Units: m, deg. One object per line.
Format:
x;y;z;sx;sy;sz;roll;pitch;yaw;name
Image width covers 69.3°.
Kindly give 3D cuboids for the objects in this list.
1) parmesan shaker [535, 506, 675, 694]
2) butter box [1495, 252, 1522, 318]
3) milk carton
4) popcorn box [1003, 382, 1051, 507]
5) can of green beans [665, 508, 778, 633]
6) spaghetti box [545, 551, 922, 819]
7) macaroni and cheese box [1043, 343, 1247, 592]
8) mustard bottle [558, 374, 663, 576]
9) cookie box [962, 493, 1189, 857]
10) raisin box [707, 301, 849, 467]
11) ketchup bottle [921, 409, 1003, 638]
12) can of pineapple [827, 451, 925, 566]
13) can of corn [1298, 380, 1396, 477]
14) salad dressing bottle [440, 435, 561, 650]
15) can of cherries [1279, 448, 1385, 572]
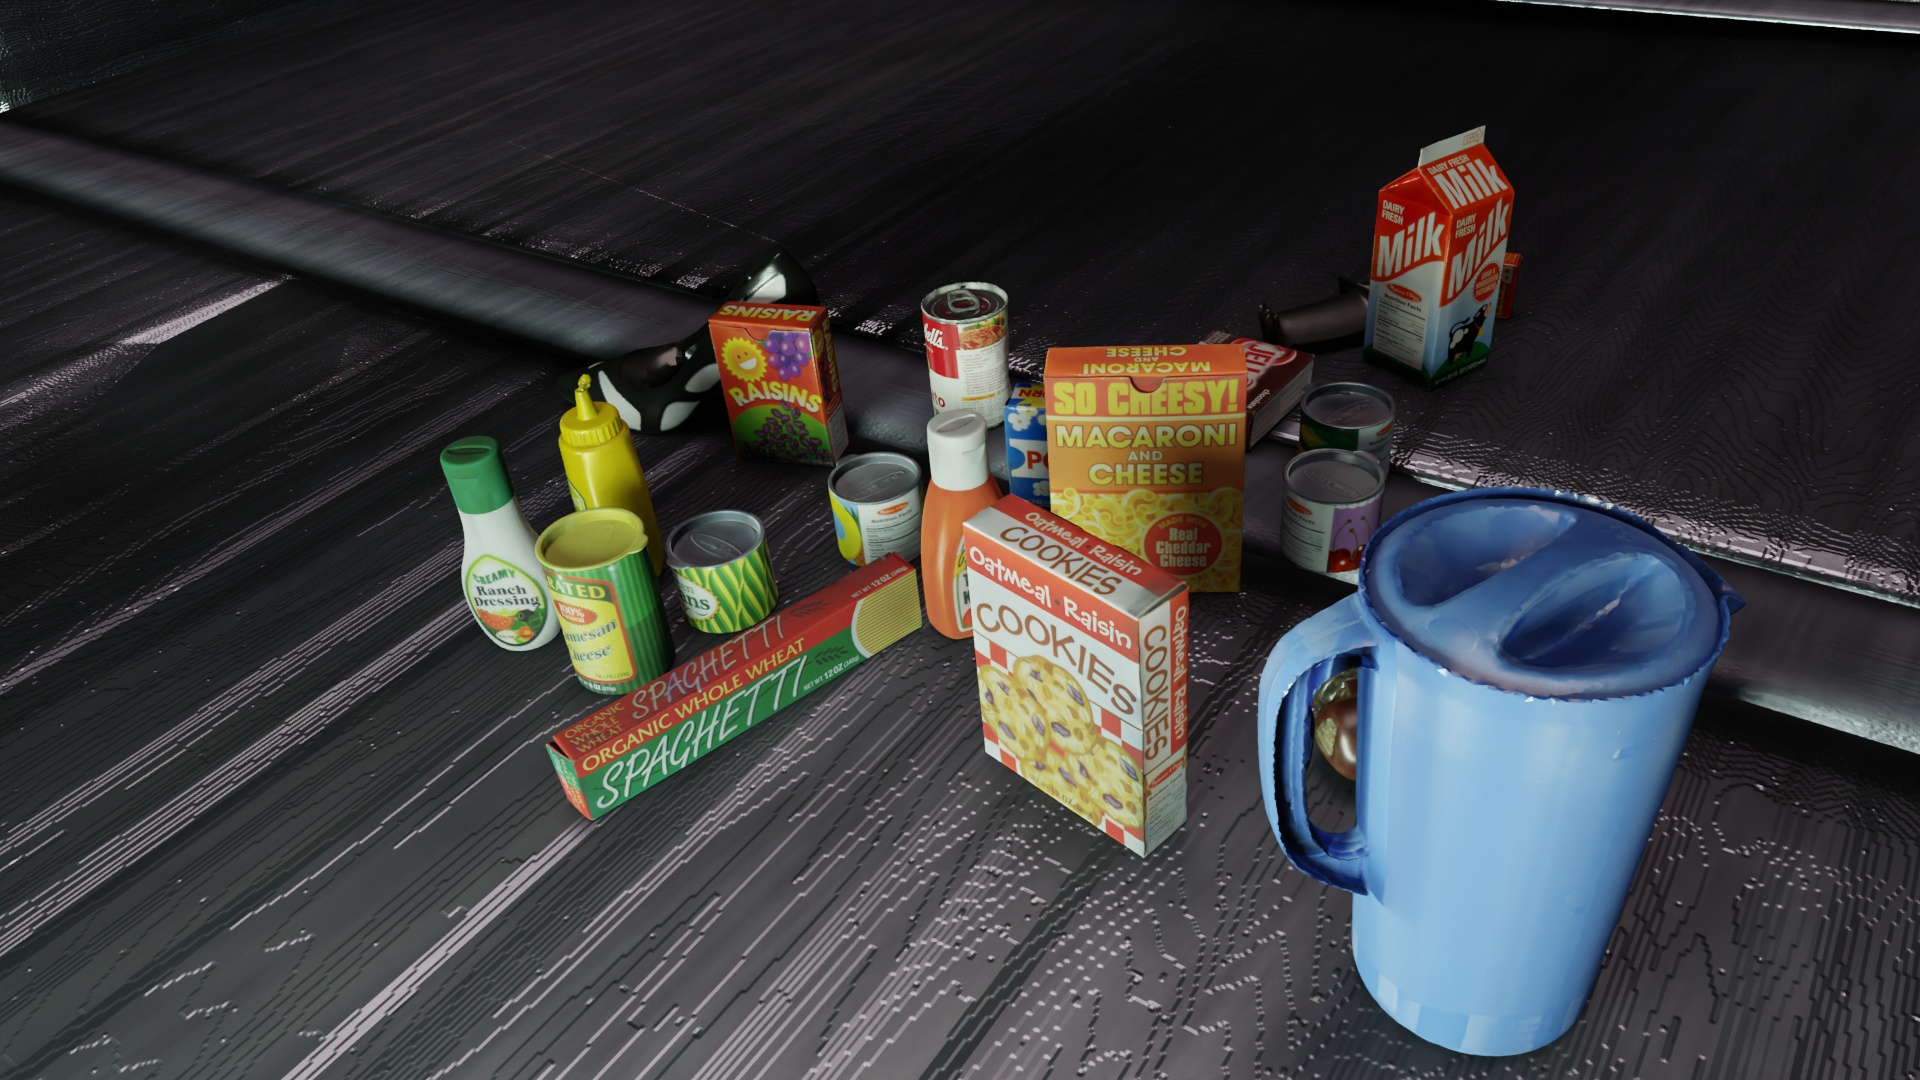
-0.220;0.040;0.878;0.071;0.102;0.072;-4;35;3;parmesan shaker
0.427;-0.226;1.200;0.103;0.052;0.024;14;40;25;butter box
0.373;-0.223;1.086;0.072;0.189;0.073;-25;39;-24;milk carton
0.099;-0.065;0.995;0.127;0.084;0.038;5;37;15;popcorn box
-0.160;0.021;0.935;0.071;0.057;0.071;-4;35;3;can of green beans
-0.129;0.084;0.848;0.251;0.050;0.029;-29;41;-29;spaghetti box
0.119;-0.042;0.890;0.124;0.165;0.040;-1;36;8;macaroni and cheese box
-0.243;-0.044;0.949;0.049;0.159;0.065;-23;39;-22;mustard bottle
0.063;0.071;0.739;0.040;0.166;0.123;-32;43;-31;cookie box
-0.139;-0.120;1.073;0.086;0.122;0.040;7;37;18;raisin box
0.003;-0.011;0.878;0.065;0.148;0.043;-27;40;-27;ketchup bottle
-0.058;-0.022;0.981;0.071;0.057;0.071;-4;35;3;can of pineapple
0.277;-0.075;1.006;0.071;0.058;0.071;-4;35;3;can of corn
-0.299;0.003;0.903;0.064;0.146;0.044;-1;35;7;salad dressing bottle
0.251;-0.021;0.933;0.071;0.058;0.072;-4;35;3;can of cherries
